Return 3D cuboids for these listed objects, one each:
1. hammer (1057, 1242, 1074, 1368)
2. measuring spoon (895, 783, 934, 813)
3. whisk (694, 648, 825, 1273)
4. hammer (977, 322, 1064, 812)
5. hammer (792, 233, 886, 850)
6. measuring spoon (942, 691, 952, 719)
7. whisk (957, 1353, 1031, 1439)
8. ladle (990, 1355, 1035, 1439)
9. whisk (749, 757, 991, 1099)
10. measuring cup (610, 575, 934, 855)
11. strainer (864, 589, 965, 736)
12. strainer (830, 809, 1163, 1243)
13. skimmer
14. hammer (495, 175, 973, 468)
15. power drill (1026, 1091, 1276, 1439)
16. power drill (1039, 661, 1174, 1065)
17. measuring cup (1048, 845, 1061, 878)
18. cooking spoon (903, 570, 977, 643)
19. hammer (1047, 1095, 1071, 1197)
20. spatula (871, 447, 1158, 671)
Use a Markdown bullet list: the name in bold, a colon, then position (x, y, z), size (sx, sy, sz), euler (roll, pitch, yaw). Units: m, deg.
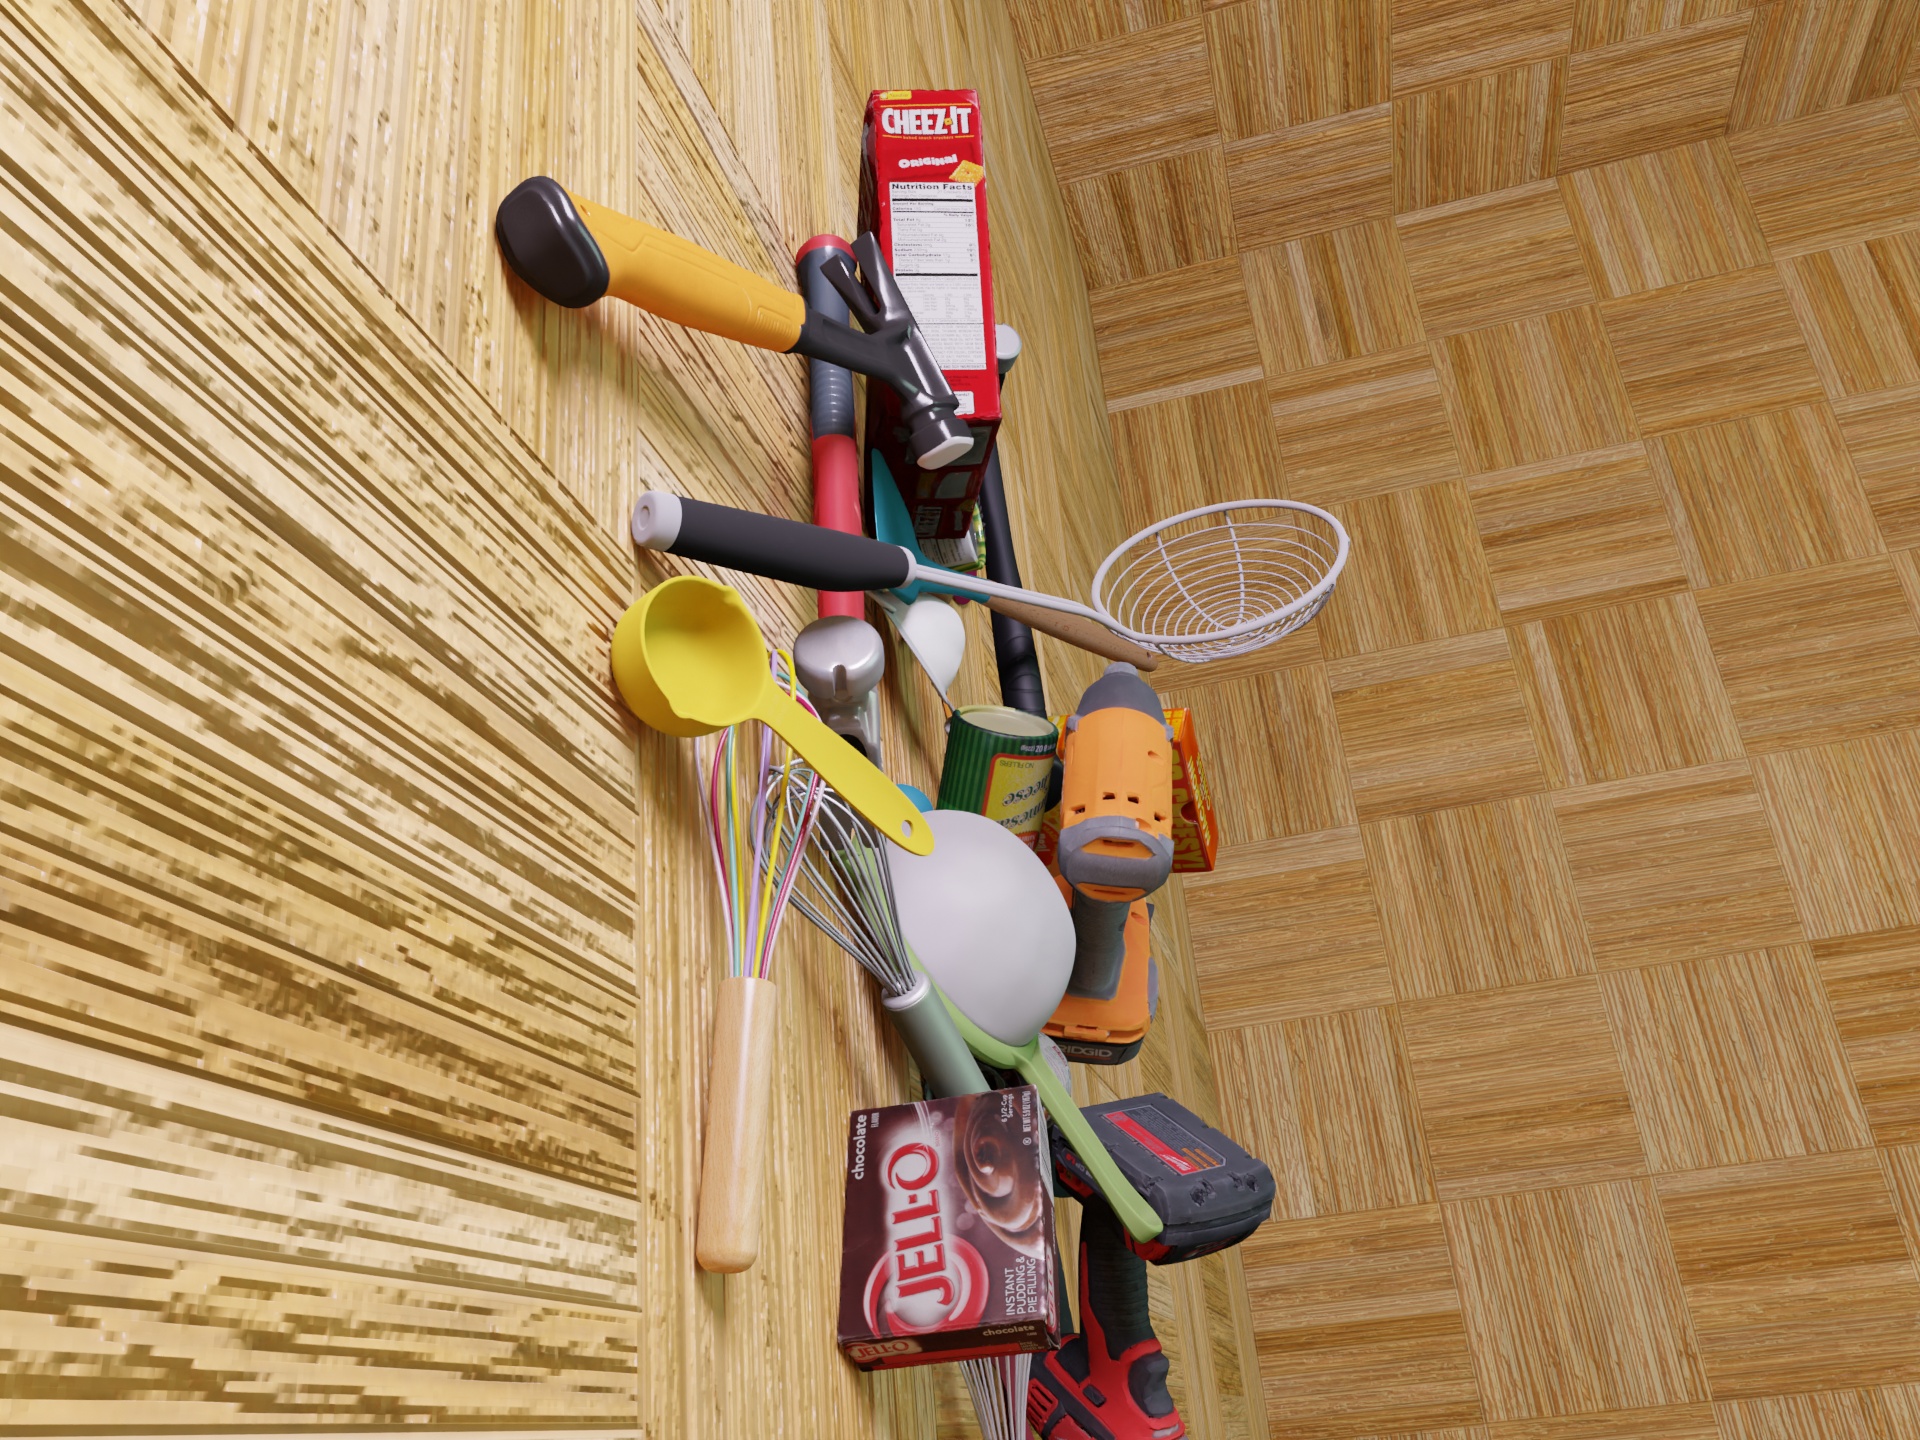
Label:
- **hammer**: position (0.042, 0.283, 1.020), size (0.149, 0.036, 0.409), euler (24, 56, -75)
- **measuring spoon**: position (-0.020, 0.096, 0.914), size (0.042, 0.021, 0.129), euler (53, 26, -66)
- **whisk**: position (-0.079, 0.081, 0.600), size (0.051, 0.047, 0.245), euler (44, 39, -51)
- **hammer**: position (0.027, -0.095, 1.092), size (0.146, 0.035, 0.335), euler (125, -40, -59)
- **hammer**: position (-0.065, -0.118, 0.832), size (0.143, 0.038, 0.387), euler (90, -4, -49)
- **measuring spoon**: position (-0.001, 0.001, 1.132), size (0.021, 0.011, 0.116), euler (-79, 155, -63)
- **whisk**: position (0.021, 0.352, 0.803), size (0.070, 0.070, 0.284), euler (-32, 115, -78)
- **ladle**: position (0.038, 0.426, 0.884), size (0.069, 0.031, 0.315), euler (-50, 129, -75)
- **whisk**: position (-0.029, 0.117, 0.724), size (0.058, 0.059, 0.246), euler (-41, 121, -26)
- **measuring cup**: position (-0.068, 0.008, 0.599), size (0.156, 0.029, 0.062), euler (43, 45, -30)
- **strainer**: position (-0.002, -0.003, 1.006), size (0.087, 0.050, 0.258), euler (58, -6, 51)
- **strainer**: position (0.043, 0.142, 0.817), size (0.256, 0.069, 0.151), euler (55, 15, 11)
- **skimmer**: position (0.027, -0.086, 0.710), size (0.363, 0.127, 0.090), euler (8, 103, -39)
- **hammer**: position (-0.088, -0.183, 0.686), size (0.127, 0.034, 0.337), euler (64, 20, 6)
- **power drill**: position (0.101, 0.334, 0.885), size (0.143, 0.078, 0.219), euler (26, -67, 54)
- **power drill**: position (0.086, 0.084, 0.959), size (0.164, 0.084, 0.226), euler (-82, 177, -46)
- **measuring cup**: position (0.081, 0.126, 1.102), size (0.095, 0.052, 0.173), euler (-120, -141, -49)
- **cooking spoon**: position (-0.011, -0.097, 1.163), size (0.319, 0.017, 0.068), euler (-66, 143, -72)
- **hammer**: position (0.060, 0.190, 1.207), size (0.128, 0.033, 0.331), euler (59, 23, -58)
- **spatula**: position (0.039, -0.074, 0.982), size (0.317, 0.044, 0.082), euler (18, 59, -48)
